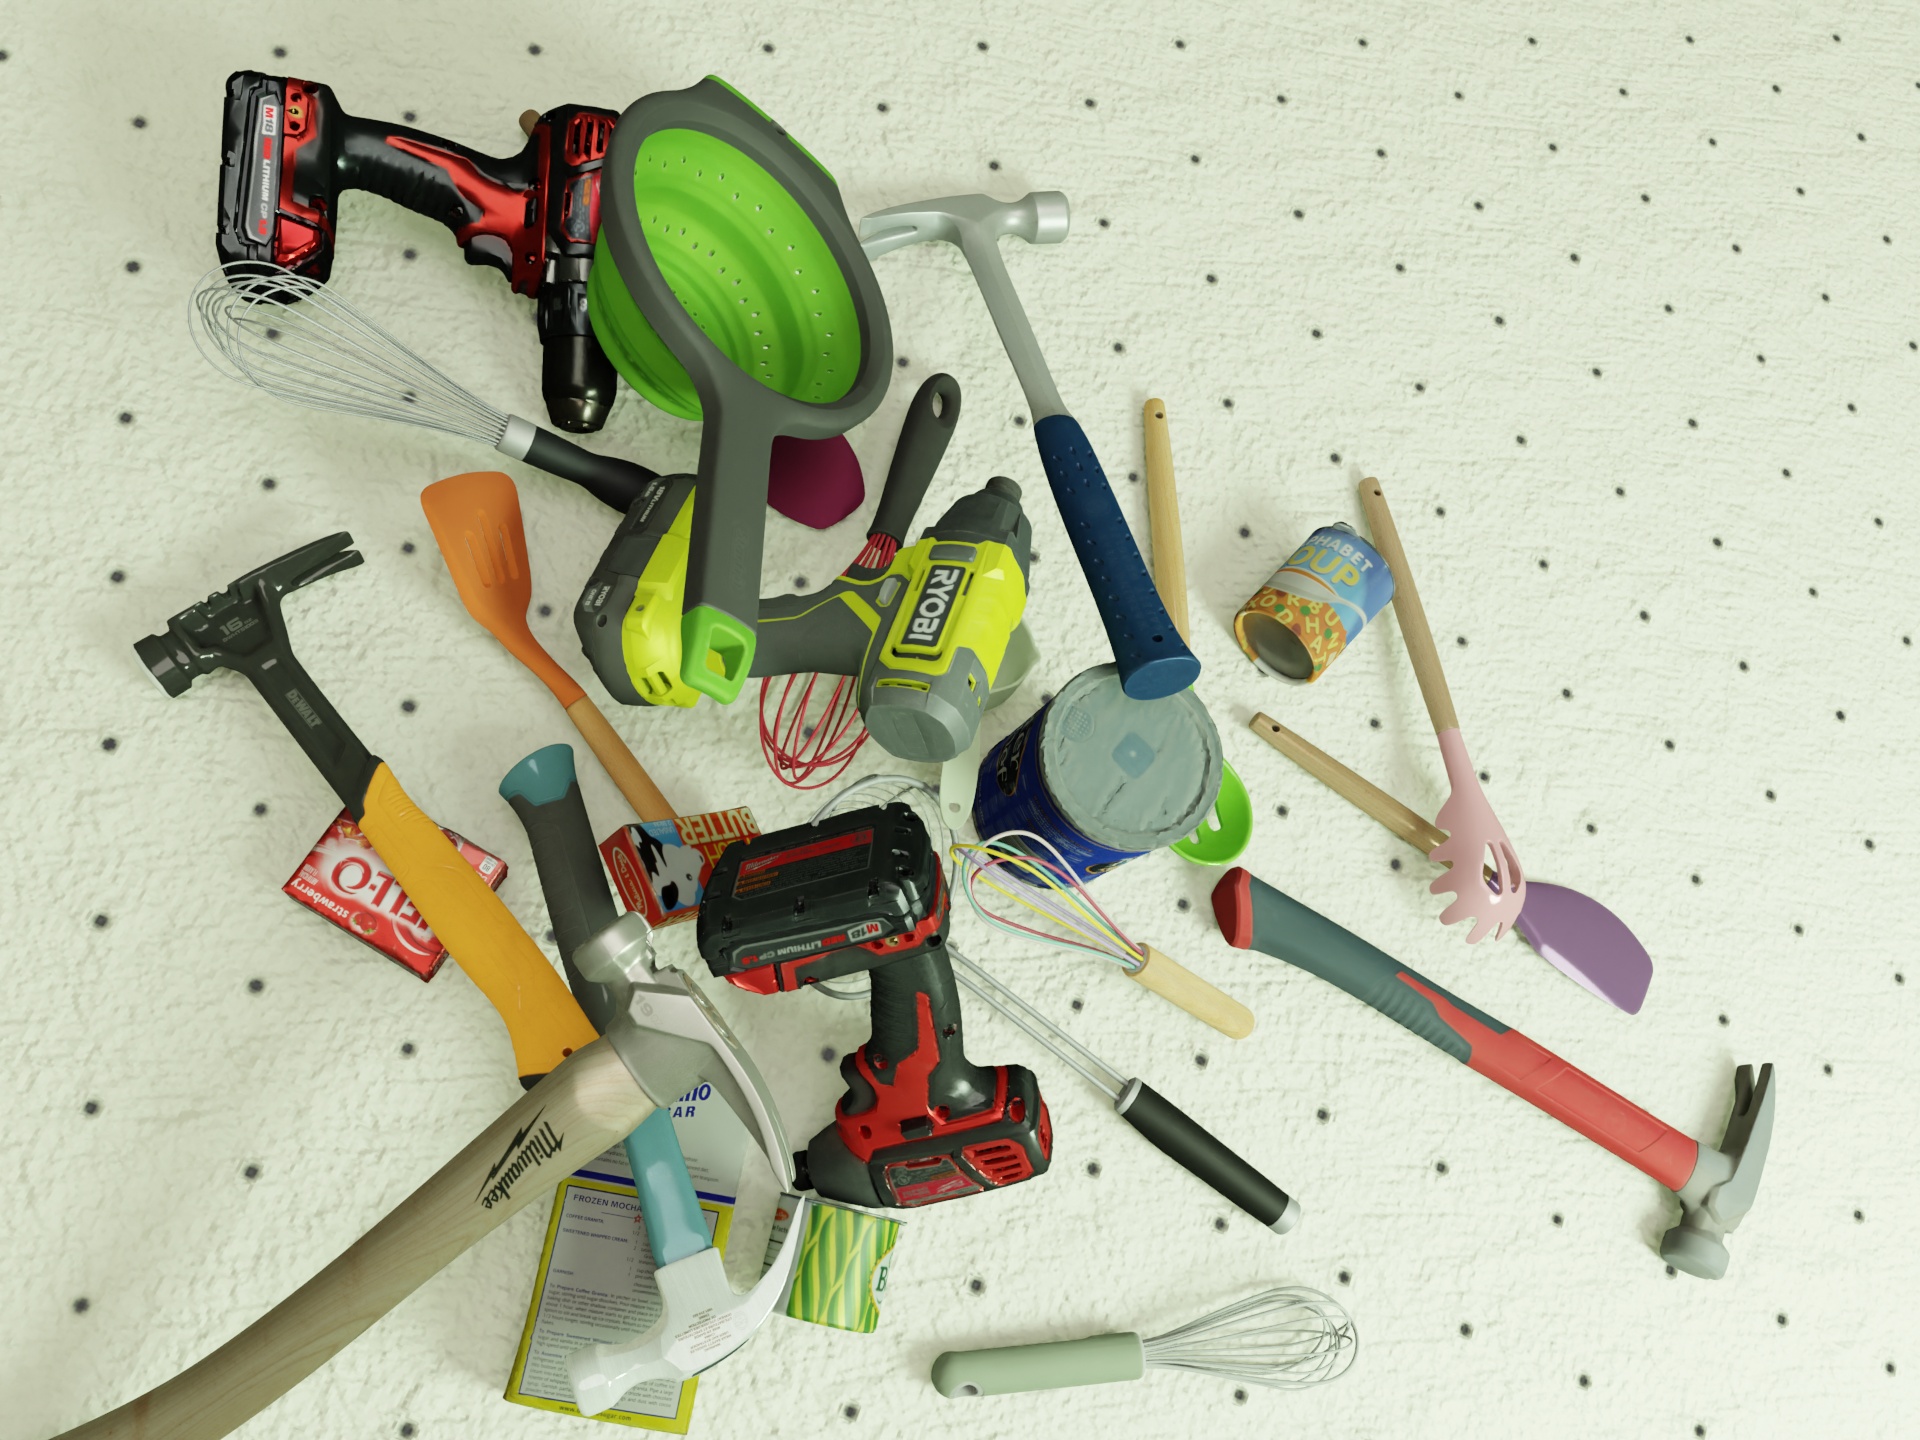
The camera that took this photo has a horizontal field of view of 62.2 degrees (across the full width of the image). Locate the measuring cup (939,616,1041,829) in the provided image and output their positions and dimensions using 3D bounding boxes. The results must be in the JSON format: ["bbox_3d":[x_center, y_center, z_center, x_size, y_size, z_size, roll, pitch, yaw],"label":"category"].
[{"bbox_3d":[-0.001,-0.003,0.922,0.083,0.038,0.168,16,55,-14],"label":"measuring cup"}]

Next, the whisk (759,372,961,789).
[{"bbox_3d":[-0.052,-0.091,0.945,0.073,0.073,0.296,23,65,-8],"label":"whisk"}]

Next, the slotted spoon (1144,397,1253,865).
[{"bbox_3d":[0.137,-0.060,1.003,0.070,0.031,0.314,1,73,-16],"label":"slotted spoon"}]

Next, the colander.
[{"bbox_3d":[-0.139,-0.167,0.844,0.204,0.094,0.397,31,46,-39],"label":"colander"}]

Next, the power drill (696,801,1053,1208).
[{"bbox_3d":[-0.047,0.160,0.814,0.143,0.079,0.219,-15,118,10],"label":"power drill"}]

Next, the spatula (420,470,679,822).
[{"bbox_3d":[-0.194,0.005,0.884,0.322,0.041,0.081,54,26,0],"label":"spatula"}]

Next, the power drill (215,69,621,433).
[{"bbox_3d":[-0.297,-0.267,0.911,0.226,0.080,0.188,3,87,-17],"label":"power drill"}]

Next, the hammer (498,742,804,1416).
[{"bbox_3d":[-0.175,0.162,0.809,0.128,0.033,0.331,-16,68,-17],"label":"hammer"}]

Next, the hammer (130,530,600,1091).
[{"bbox_3d":[-0.281,0.050,0.813,0.127,0.034,0.337,-36,73,-19],"label":"hammer"}]

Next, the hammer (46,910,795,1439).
[{"bbox_3d":[-0.270,0.267,0.726,0.410,0.038,0.146,-37,86,-1],"label":"hammer"}]

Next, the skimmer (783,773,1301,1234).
[{"bbox_3d":[0.055,0.172,0.882,0.363,0.090,0.127,38,70,-3],"label":"skimmer"}]

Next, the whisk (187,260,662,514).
[{"bbox_3d":[-0.276,-0.171,0.879,0.284,0.070,0.070,22,70,-27],"label":"whisk"}]

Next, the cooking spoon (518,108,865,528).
[{"bbox_3d":[-0.169,-0.249,0.974,0.069,0.017,0.319,-38,87,-19],"label":"cooking spoon"}]

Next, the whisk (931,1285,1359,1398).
[{"bbox_3d":[0.105,0.348,0.877,0.246,0.057,0.059,-1,41,-13],"label":"whisk"}]

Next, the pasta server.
[{"bbox_3d":[0.302,-0.014,1.025,0.060,0.040,0.316,-3,68,-22],"label":"pasta server"}]

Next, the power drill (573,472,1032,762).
[{"bbox_3d":[-0.077,-0.068,0.855,0.223,0.080,0.171,6,55,21],"label":"power drill"}]

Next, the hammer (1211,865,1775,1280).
[{"bbox_3d":[0.330,0.187,0.982,0.386,0.038,0.143,31,68,-5],"label":"hammer"}]

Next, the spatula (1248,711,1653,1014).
[{"bbox_3d":[0.316,0.085,1.017,0.316,0.018,0.060,33,65,-6],"label":"spatula"}]

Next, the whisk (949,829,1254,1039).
[{"bbox_3d":[0.086,0.125,0.884,0.244,0.047,0.051,34,37,-31],"label":"whisk"}]

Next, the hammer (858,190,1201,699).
[{"bbox_3d":[0.046,-0.179,0.929,0.144,0.035,0.406,-8,54,-14],"label":"hammer"}]
